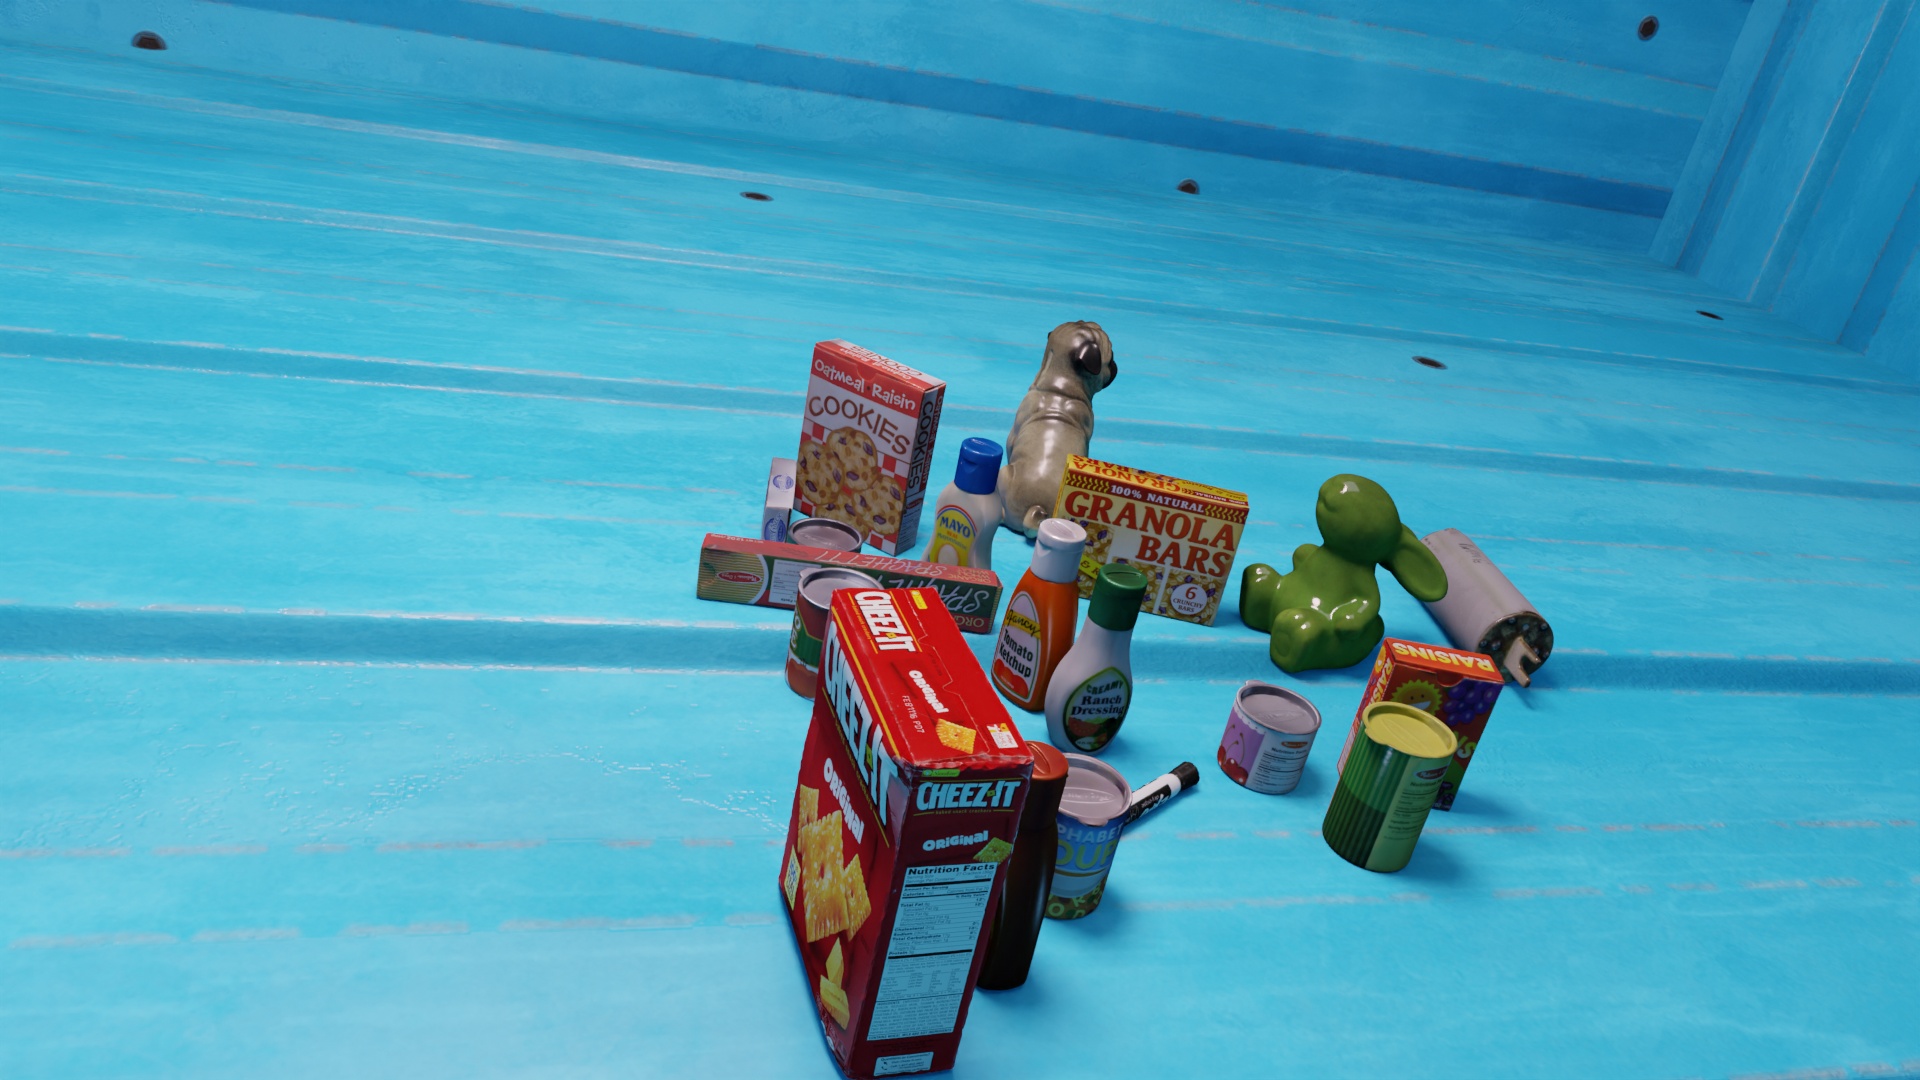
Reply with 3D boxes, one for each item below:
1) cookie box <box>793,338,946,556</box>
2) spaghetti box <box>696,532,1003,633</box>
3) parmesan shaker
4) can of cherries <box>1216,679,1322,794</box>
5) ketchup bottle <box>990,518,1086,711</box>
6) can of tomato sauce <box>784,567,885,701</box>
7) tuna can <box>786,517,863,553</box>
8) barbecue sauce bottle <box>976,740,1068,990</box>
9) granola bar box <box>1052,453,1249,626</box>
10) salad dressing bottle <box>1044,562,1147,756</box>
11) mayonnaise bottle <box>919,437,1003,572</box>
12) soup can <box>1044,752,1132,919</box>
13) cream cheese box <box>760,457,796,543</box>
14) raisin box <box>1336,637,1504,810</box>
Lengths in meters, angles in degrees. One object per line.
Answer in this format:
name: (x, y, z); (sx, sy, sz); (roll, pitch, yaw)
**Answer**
cookie box: (-0.087, -0.086, 1.269); (0.123, 0.166, 0.040); (25, 29, 24)
spaghetti box: (-0.092, 0.037, 1.157); (0.250, 0.050, 0.029); (8, 27, -9)
parmesan shaker: (0.302, 0.176, 0.990); (0.071, 0.102, 0.071); (10, 26, -5)
can of cherries: (0.235, 0.150, 1.063); (0.071, 0.058, 0.072); (10, 26, -5)
ketchup bottle: (0.064, 0.056, 1.075); (0.044, 0.148, 0.065); (-9, 33, -36)
can of tomato sauce: (-0.097, 0.071, 1.050); (0.071, 0.082, 0.071); (10, 26, -5)
tuna can: (-0.121, 0.010, 1.217); (0.071, 0.032, 0.071); (10, 27, -5)
barbecue sauce bottle: (0.030, 0.186, 0.806); (0.044, 0.147, 0.065); (0, 29, -23)
granola bar box: (0.163, 0.001, 1.253); (0.166, 0.123, 0.039); (13, 26, 1)
salad dressing bottle: (0.103, 0.088, 1.029); (0.064, 0.147, 0.044); (2, 28, -20)
mayonnaise bottle: (0.004, -0.015, 1.190); (0.065, 0.147, 0.041); (25, 29, 25)
soup can: (0.068, 0.190, 0.885); (0.071, 0.083, 0.071); (10, 26, -5)
cream cheese box: (-0.165, -0.030, 1.253); (0.024, 0.053, 0.104); (8, 27, -8)
raisin box: (0.347, 0.140, 1.056); (0.086, 0.122, 0.040); (11, 26, -2)
